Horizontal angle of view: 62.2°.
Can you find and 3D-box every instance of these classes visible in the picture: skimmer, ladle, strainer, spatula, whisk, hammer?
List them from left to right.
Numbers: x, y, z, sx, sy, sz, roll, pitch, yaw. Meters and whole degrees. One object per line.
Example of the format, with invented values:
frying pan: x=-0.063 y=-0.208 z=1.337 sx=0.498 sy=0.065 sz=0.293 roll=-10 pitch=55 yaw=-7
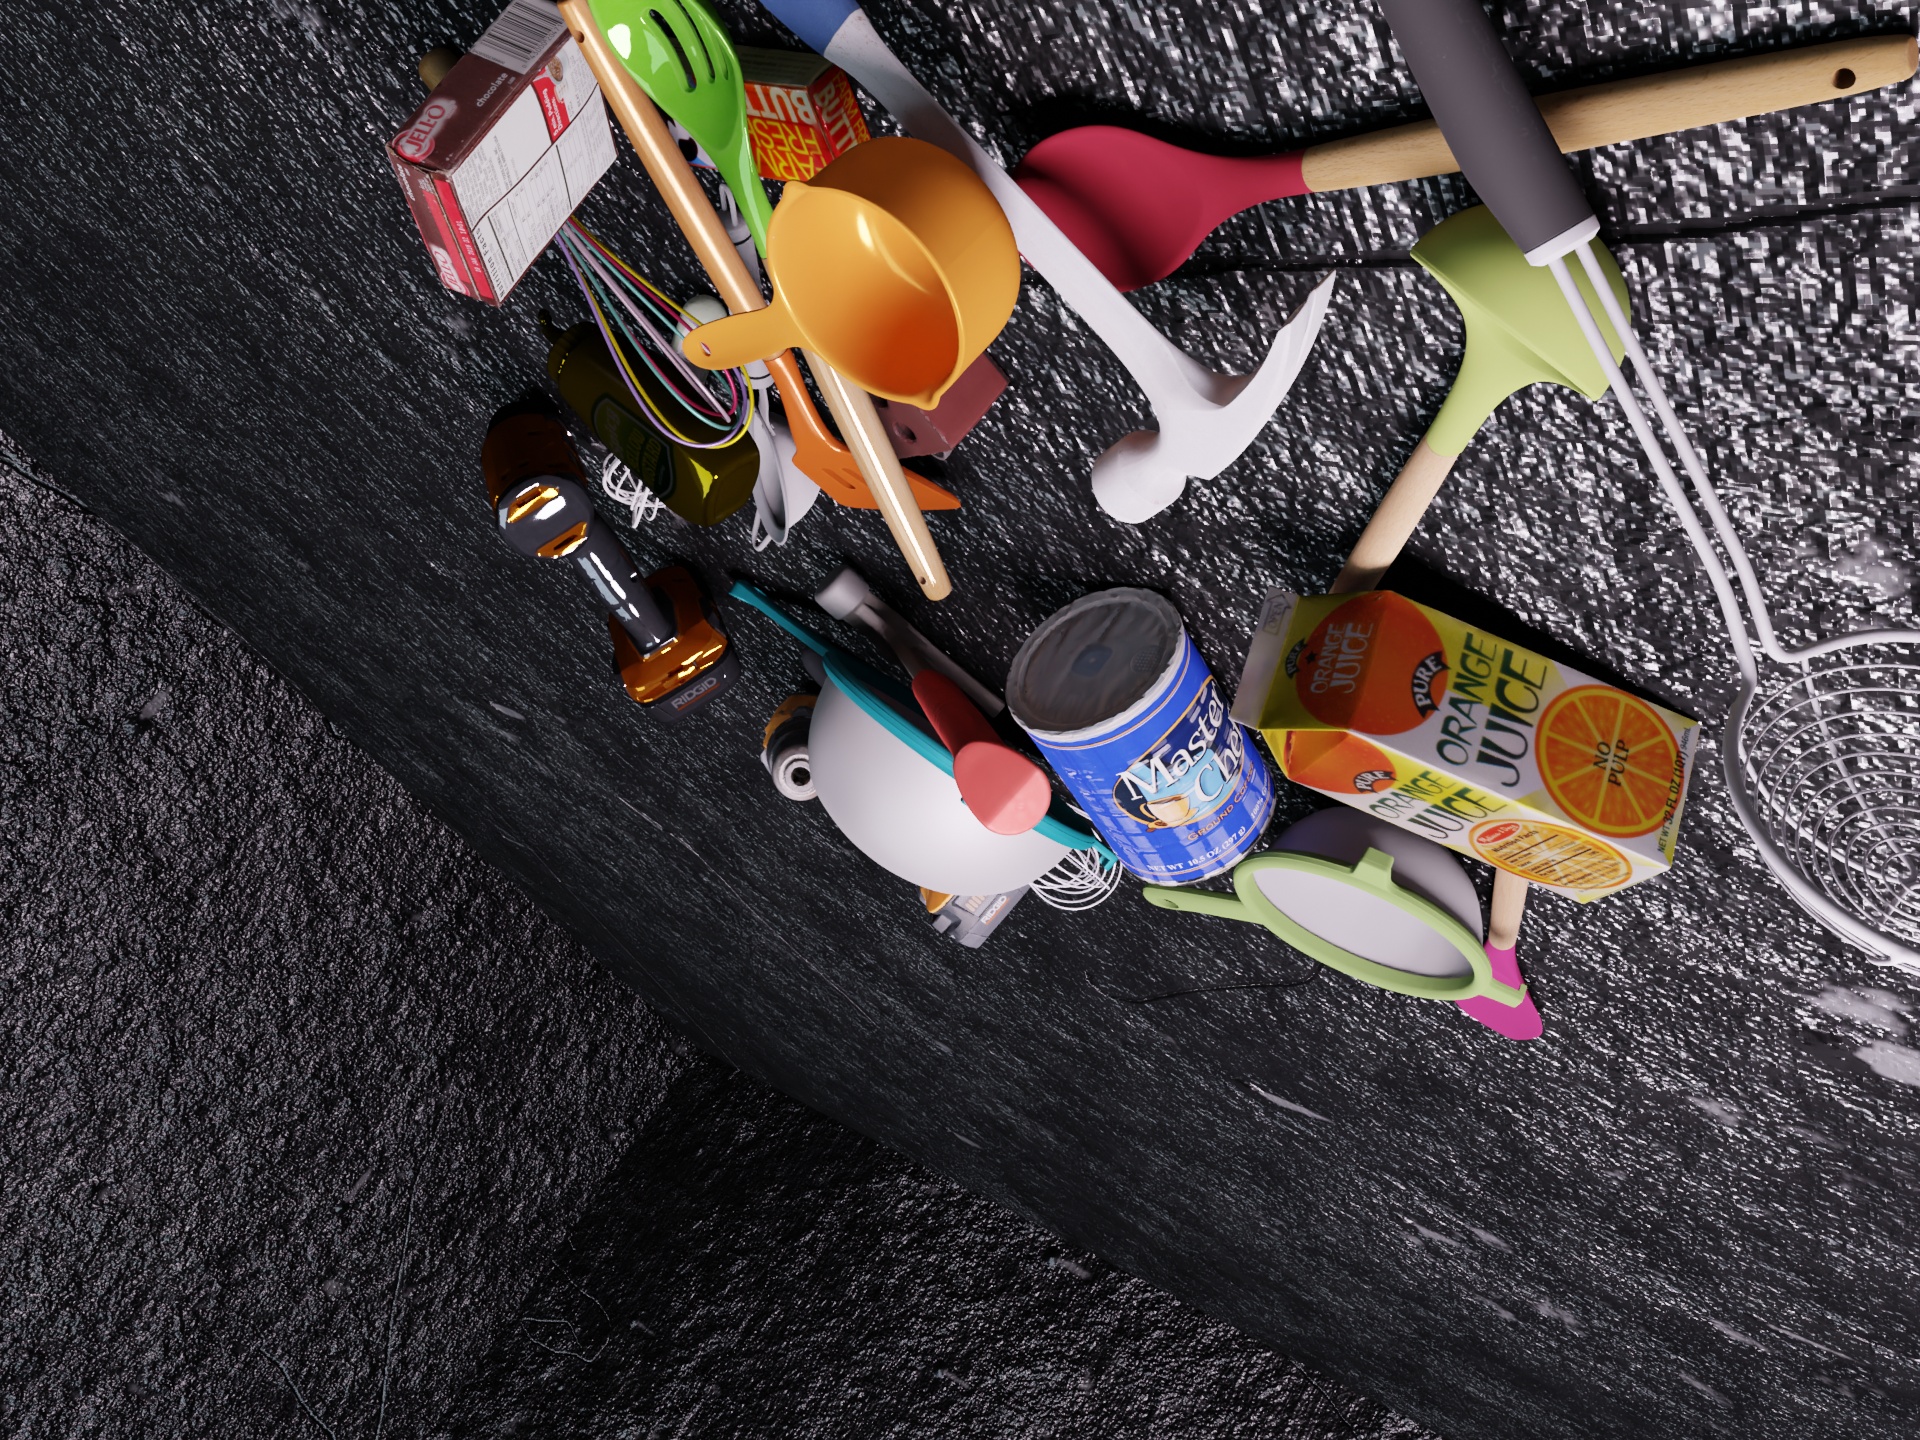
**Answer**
whisk: x=-0.189 y=-0.243 z=0.817 sx=0.245 sy=0.051 sz=0.047 roll=51 pitch=133 yaw=-6
whisk: x=-0.175 y=-0.182 z=0.955 sx=0.057 sy=0.059 sz=0.246 roll=12 pitch=159 yaw=-16
spatula: x=-0.097 y=-0.203 z=0.767 sx=0.081 sy=0.041 sz=0.322 roll=5 pitch=144 yaw=32
strainer: x=-0.106 y=-0.183 z=0.862 sx=0.258 sy=0.050 sz=0.087 roll=87 pitch=161 yaw=-57
strainer: x=-0.067 y=0.018 z=1.061 sx=0.341 sy=0.095 sz=0.210 roll=37 pitch=-175 yaw=33
hammer: x=-0.032 y=-0.245 z=0.575 sx=0.405 sy=0.035 sz=0.144 roll=45 pitch=150 yaw=-8
whisk: x=-0.002 y=0.034 z=1.152 sx=0.284 sy=0.070 sz=0.070 roll=39 pitch=159 yaw=4
hammer: x=-0.001 y=-0.003 z=0.887 sx=0.149 sy=0.036 sz=0.359 roll=41 pitch=-176 yaw=-18
strainer: x=0.207 y=0.093 z=0.946 sx=0.151 sy=0.069 sz=0.256 roll=40 pitch=159 yaw=-27
ladle: x=0.137 y=-0.186 z=0.524 sx=0.315 sy=0.031 sz=0.069 roll=7 pitch=141 yaw=46
ladle: x=0.176 y=-0.090 z=0.631 sx=0.078 sy=0.062 sz=0.320 roll=44 pitch=163 yaw=13
skimmer: x=0.215 y=-0.090 z=0.436 sx=0.363 sy=0.127 sz=0.090 roll=60 pitch=158 yaw=-4

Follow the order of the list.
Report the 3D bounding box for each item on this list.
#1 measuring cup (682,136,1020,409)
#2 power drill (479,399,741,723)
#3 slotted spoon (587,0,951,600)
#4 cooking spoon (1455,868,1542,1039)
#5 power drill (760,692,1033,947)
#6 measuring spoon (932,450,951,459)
measuring cup: x=-0.048 y=-0.167 z=0.612 sx=0.174 sy=0.052 sz=0.095 roll=1 pitch=133 yaw=51
power drill: x=-0.252 y=-0.120 z=1.114 sx=0.226 sy=0.084 sz=0.164 roll=56 pitch=-177 yaw=-42
slotted spoon: x=-0.071 y=-0.183 z=0.700 sx=0.070 sy=0.031 sz=0.313 roll=9 pitch=135 yaw=46
cooking spoon: x=0.311 y=0.113 z=0.906 sx=0.069 sy=0.017 sz=0.318 roll=29 pitch=159 yaw=29
power drill: x=-0.054 y=0.071 z=1.191 sx=0.226 sy=0.084 sz=0.185 roll=39 pitch=-175 yaw=-9
measuring spoon: x=-0.037 y=-0.185 z=0.800 sx=0.124 sy=0.018 sz=0.034 roll=54 pitch=169 yaw=-26
